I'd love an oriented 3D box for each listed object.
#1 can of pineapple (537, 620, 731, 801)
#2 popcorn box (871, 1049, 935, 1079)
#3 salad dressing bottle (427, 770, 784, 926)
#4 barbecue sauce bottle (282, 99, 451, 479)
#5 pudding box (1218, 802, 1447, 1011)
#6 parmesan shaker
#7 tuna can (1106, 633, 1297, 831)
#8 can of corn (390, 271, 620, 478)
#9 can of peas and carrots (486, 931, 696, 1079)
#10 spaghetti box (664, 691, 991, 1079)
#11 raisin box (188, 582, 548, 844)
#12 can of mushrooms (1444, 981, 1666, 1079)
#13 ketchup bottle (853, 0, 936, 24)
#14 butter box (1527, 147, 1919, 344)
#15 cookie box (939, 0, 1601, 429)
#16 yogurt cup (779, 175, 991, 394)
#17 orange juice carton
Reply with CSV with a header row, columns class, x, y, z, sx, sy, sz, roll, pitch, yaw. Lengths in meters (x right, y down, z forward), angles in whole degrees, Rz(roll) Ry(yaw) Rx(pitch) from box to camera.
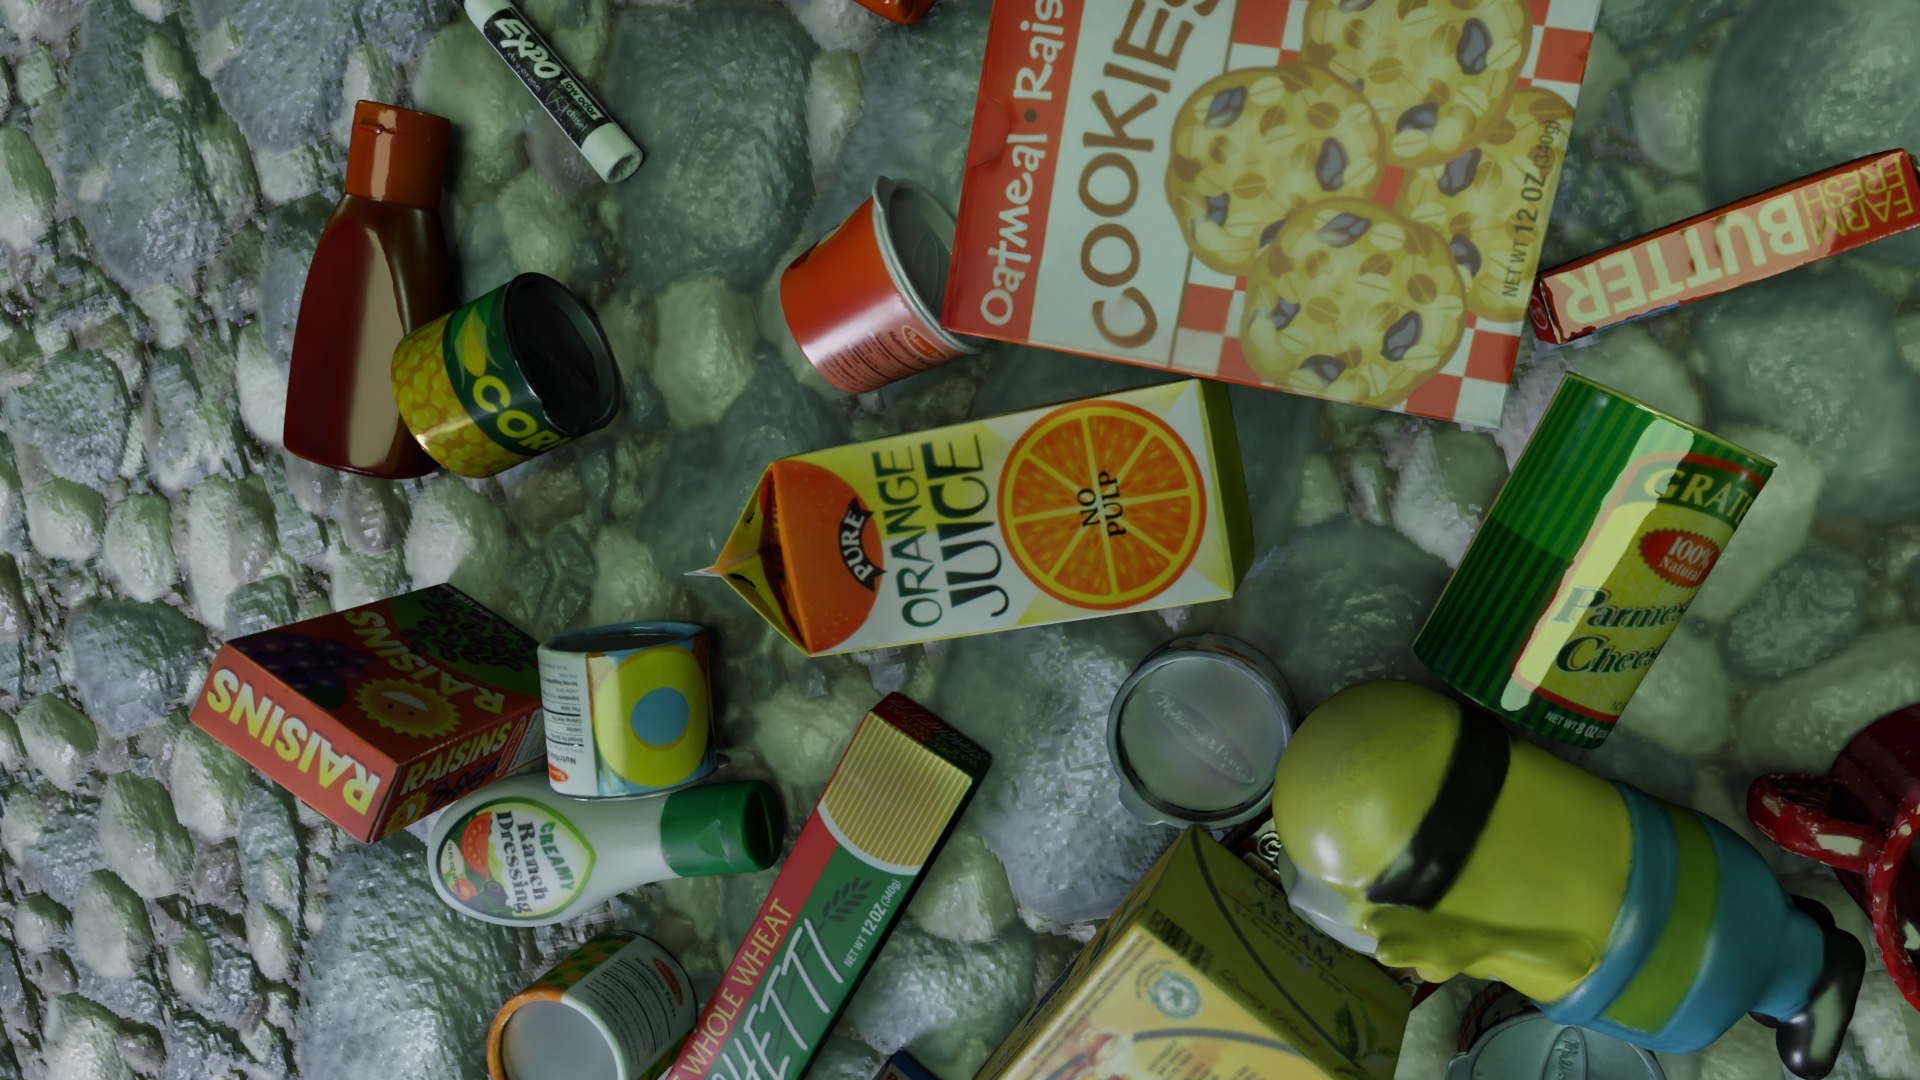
class,x,y,z,sx,sy,sz,roll,pitch,yaw
can of pineapple,-0.130,0.066,0.553,0.071,0.071,0.057,-2,97,17
popcorn box,-0.033,0.286,0.566,0.085,0.038,0.126,38,106,9
salad dressing bottle,-0.147,0.124,0.576,0.147,0.044,0.064,-10,94,18
barbecue sauce bottle,-0.239,-0.103,0.574,0.065,0.044,0.148,15,101,15
pudding box,0.134,0.131,0.498,0.084,0.030,0.049,44,107,7
parmesan shaker,0.201,0.007,0.443,0.071,0.071,0.102,27,105,12
tuna can,0.087,0.070,0.502,0.071,0.033,0.071,2,98,17
can of corn,-0.178,-0.062,0.546,0.058,0.071,0.071,-21,91,20
can of peas and carrots,-0.155,0.208,0.582,0.071,0.059,0.071,2,98,17
spaghetti box,-0.068,0.179,0.567,0.050,0.029,0.249,32,105,12
raisin box,-0.218,0.063,0.547,0.086,0.123,0.040,32,105,10
can of mushrooms,0.205,0.186,0.482,0.071,0.033,0.071,3,99,17
ketchup bottle,-0.065,-0.249,0.500,0.149,0.043,0.064,34,106,11
butter box,0.230,-0.089,0.426,0.103,0.053,0.024,-19,94,19
cookie box,0.086,-0.109,0.411,0.167,0.040,0.122,13,101,15
yogurt cup,-0.028,-0.088,0.501,0.054,0.072,0.072,-25,90,27
orange juice carton,0.002,-0.006,0.498,0.192,0.072,0.073,-9,94,18
